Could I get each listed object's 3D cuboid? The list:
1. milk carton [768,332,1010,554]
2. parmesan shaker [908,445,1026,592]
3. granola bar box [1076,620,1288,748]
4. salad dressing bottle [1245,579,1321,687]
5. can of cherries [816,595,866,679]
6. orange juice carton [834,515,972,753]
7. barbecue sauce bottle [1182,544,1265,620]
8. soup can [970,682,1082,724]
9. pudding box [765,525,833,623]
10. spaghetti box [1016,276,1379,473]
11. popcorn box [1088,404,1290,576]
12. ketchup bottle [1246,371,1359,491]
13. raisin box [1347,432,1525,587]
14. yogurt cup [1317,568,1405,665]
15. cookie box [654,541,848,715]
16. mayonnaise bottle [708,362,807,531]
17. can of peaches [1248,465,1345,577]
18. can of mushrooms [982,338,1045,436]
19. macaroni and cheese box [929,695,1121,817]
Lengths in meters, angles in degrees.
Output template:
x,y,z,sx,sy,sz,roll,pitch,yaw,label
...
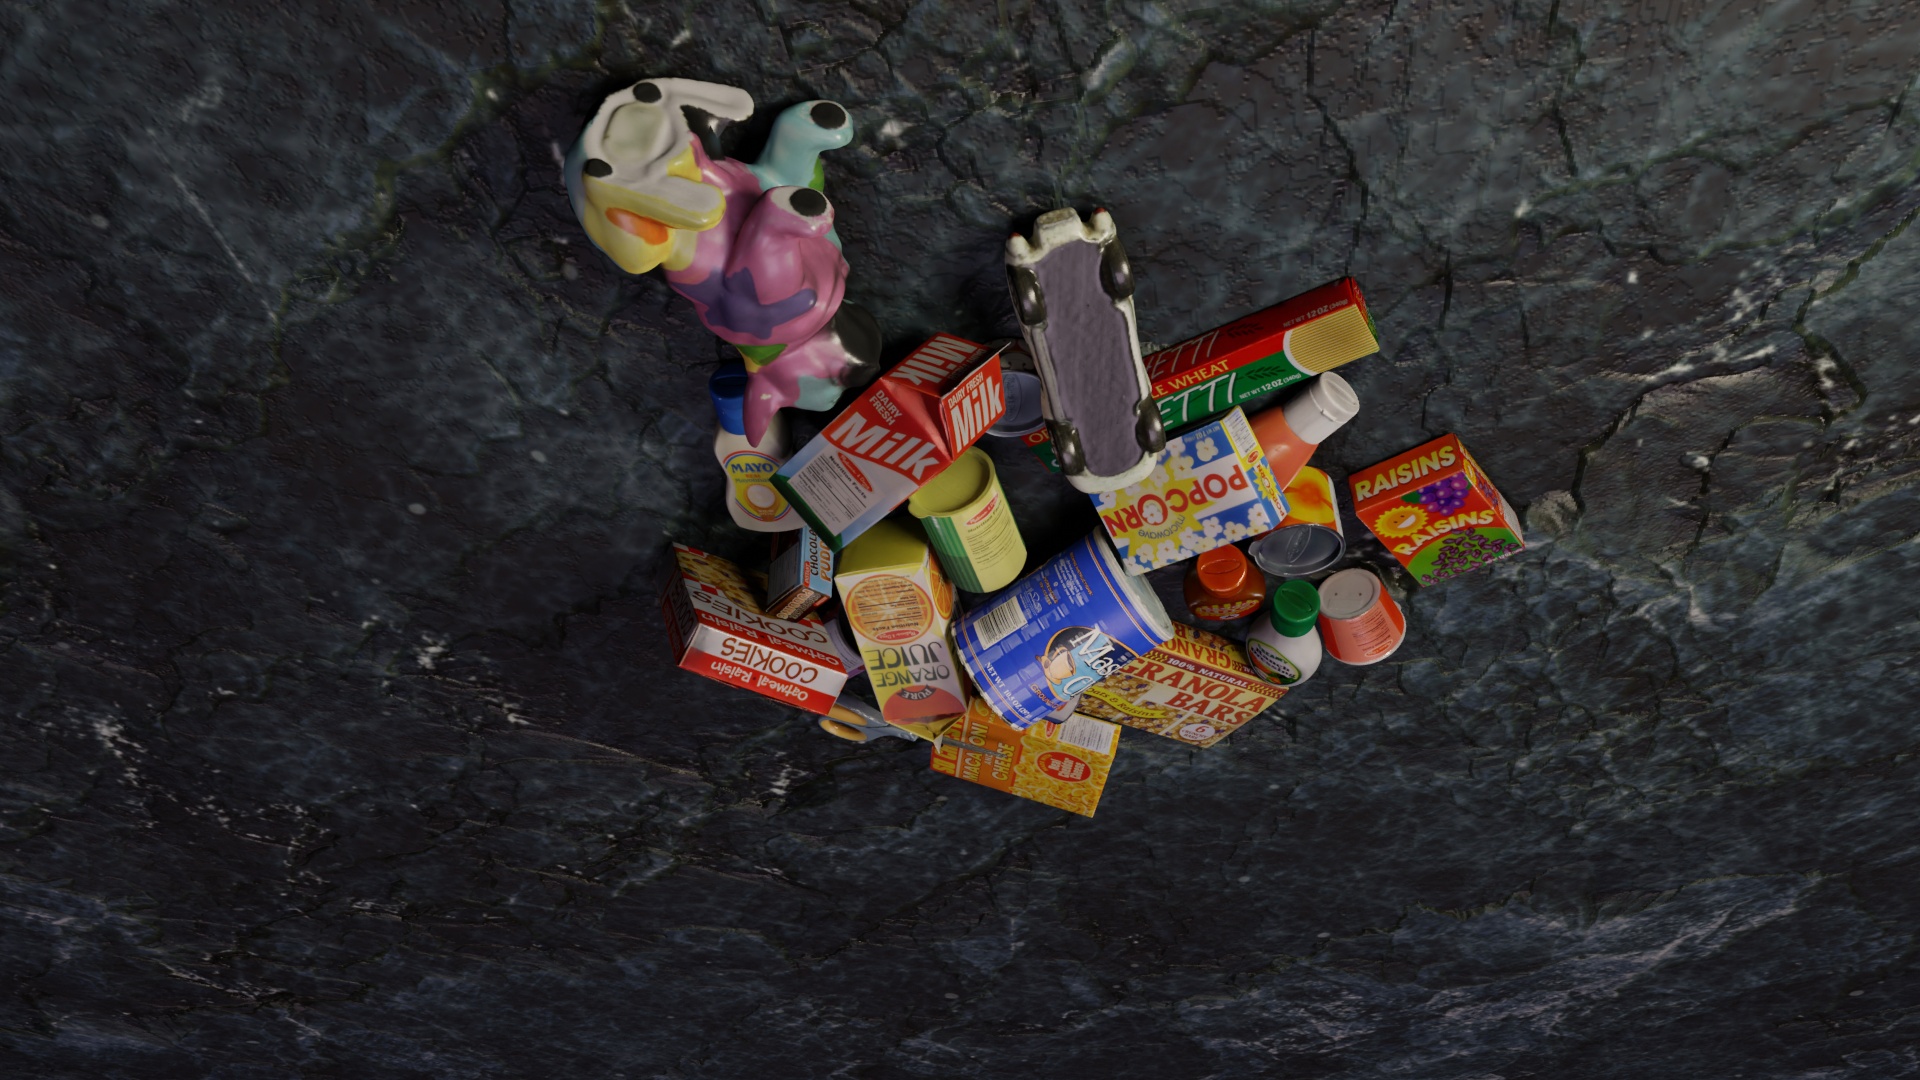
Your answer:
x,y,z,sx,sy,sz,roll,pitch,yaw,label
-0.040,-0.072,0.929,0.073,0.073,0.189,49,136,-5,milk carton
0.004,-0.013,1.041,0.071,0.071,0.102,-9,142,12,parmesan shaker
0.189,0.127,1.245,0.165,0.039,0.123,18,139,-21,granola bar box
0.270,0.076,1.145,0.064,0.044,0.147,36,164,21,salad dressing bottle
-0.101,0.083,1.176,0.058,0.072,0.071,-31,132,32,can of cherries
-0.036,0.079,1.117,0.073,0.072,0.191,-8,123,12,orange juice carton
0.202,0.031,1.068,0.065,0.044,0.148,-9,168,10,barbecue sauce bottle
0.056,0.118,1.217,0.084,0.072,0.071,20,139,-21,soup can
-0.123,0.015,1.070,0.030,0.084,0.049,25,136,-31,pudding box
0.156,-0.108,0.947,0.249,0.029,0.050,-20,137,25,spaghetti box
0.159,-0.033,0.988,0.126,0.038,0.085,-22,99,40,popcorn box
0.217,-0.063,0.991,0.064,0.044,0.148,35,133,-14,ketchup bottle
0.360,-0.021,1.048,0.086,0.040,0.123,-25,137,31,raisin box
0.324,0.060,1.136,0.072,0.073,0.053,-16,131,21,yogurt cup
-0.166,0.066,1.076,0.123,0.168,0.040,22,103,-25,cookie box
-0.148,-0.065,1.000,0.065,0.041,0.147,0,143,6,mayonnaise bottle
0.249,-0.015,1.043,0.071,0.058,0.071,1,143,1,can of peaches
0.032,-0.105,0.951,0.071,0.033,0.070,0,143,0,can of mushrooms
0.057,0.195,1.304,0.166,0.040,0.123,15,143,6,macaroni and cheese box
